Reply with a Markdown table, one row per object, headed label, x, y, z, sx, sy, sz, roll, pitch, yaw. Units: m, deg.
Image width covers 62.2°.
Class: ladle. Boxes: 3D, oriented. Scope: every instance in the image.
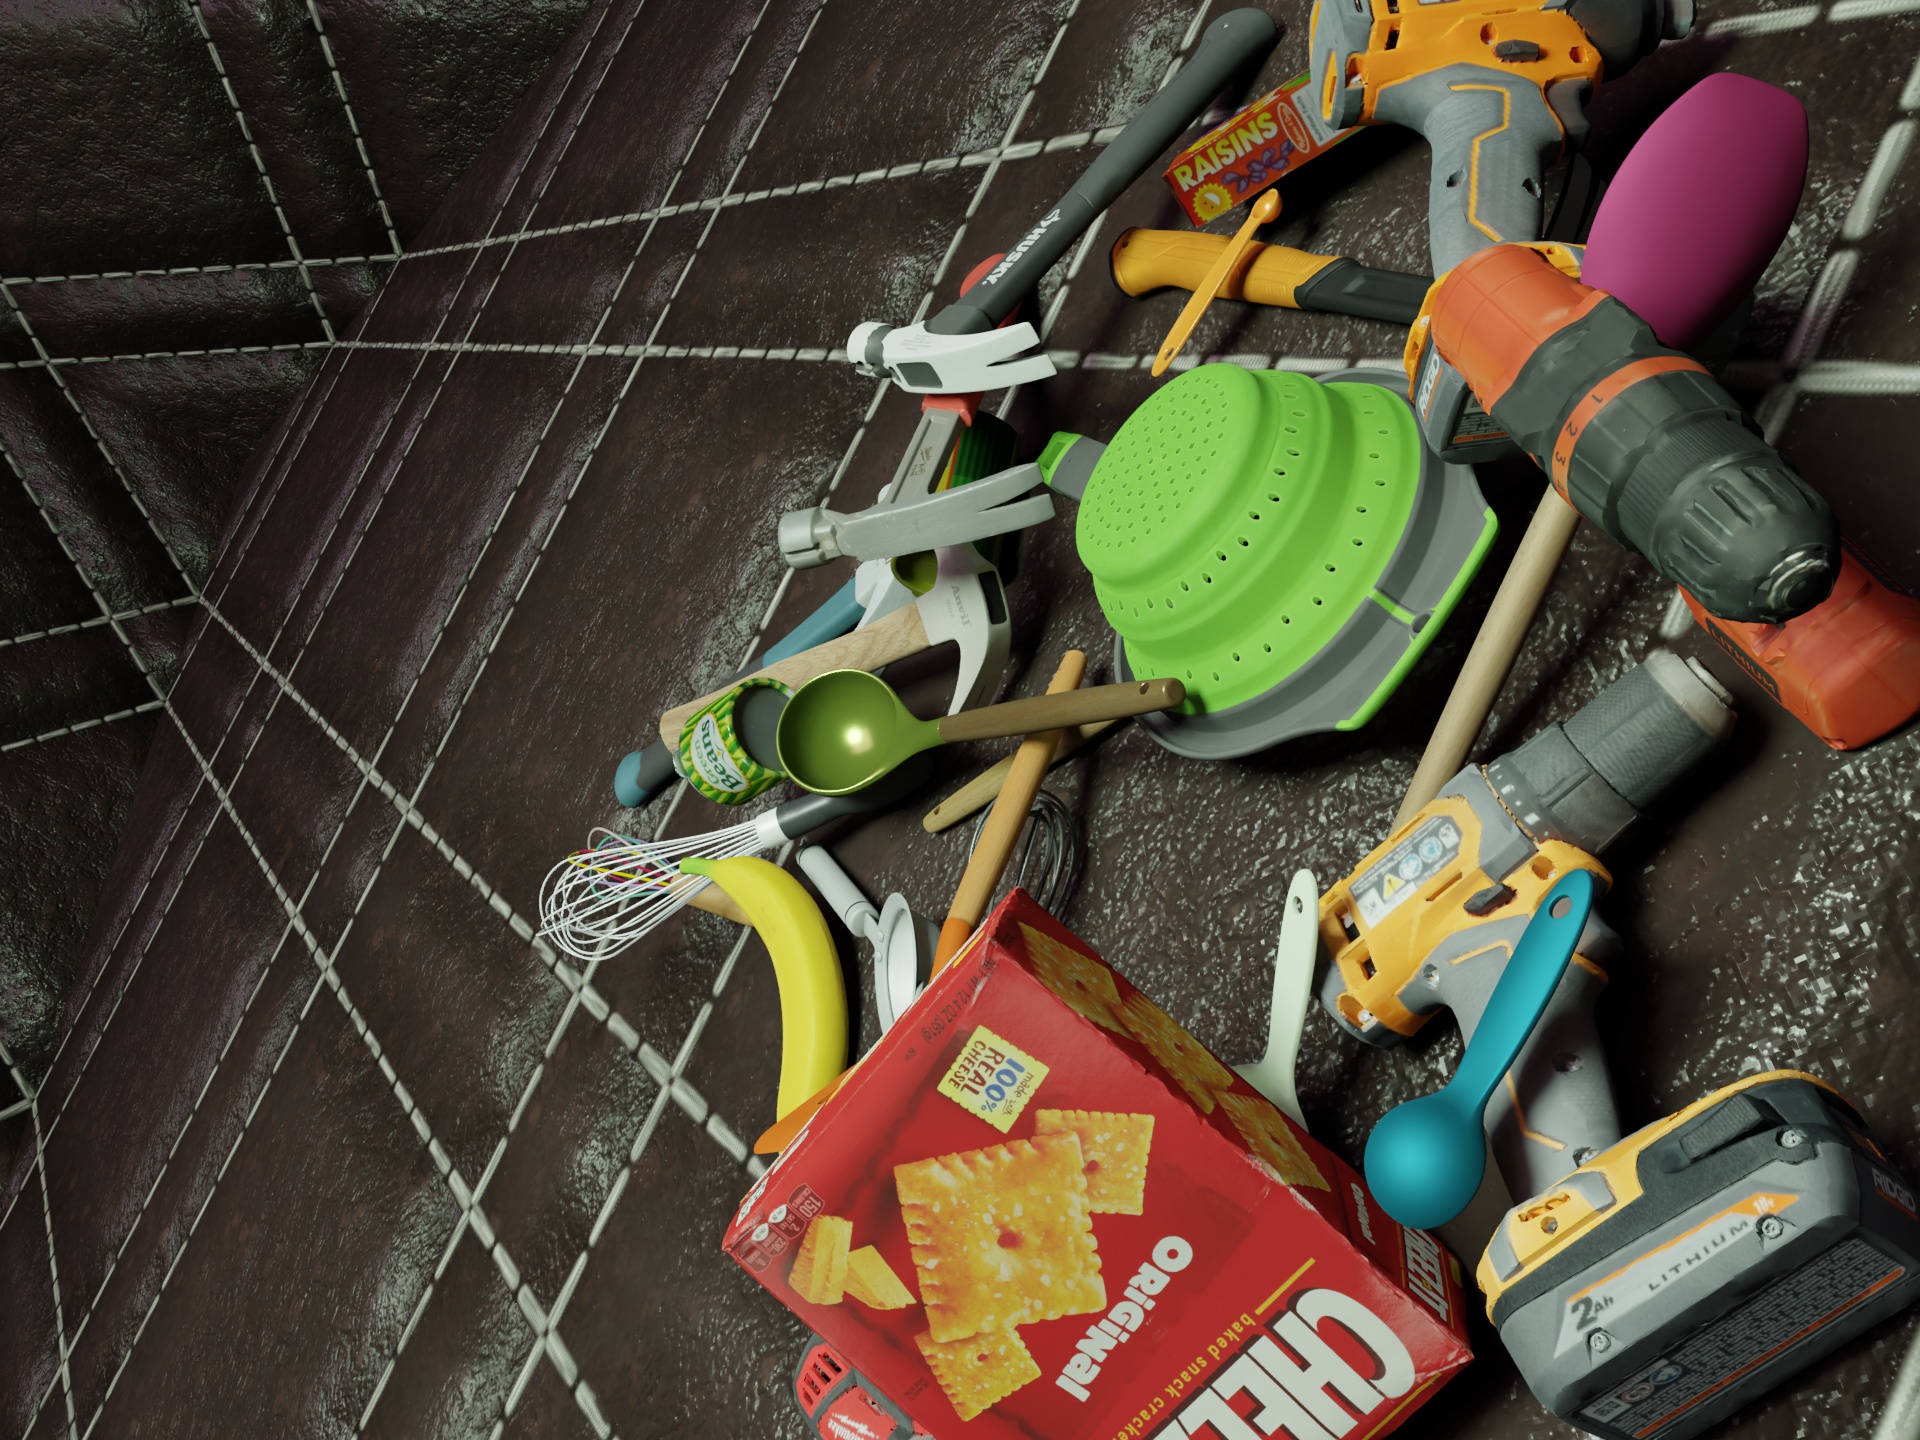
| label | x | y | z | sx | sy | sz | roll | pitch | yaw |
| --- | --- | --- | --- | --- | --- | --- | --- | --- | --- |
| ladle | -0.001 | -0.003 | 0.814 | 0.320 | 0.062 | 0.078 | -10 | 58 | 58 |
| ladle | 0.087 | -0.012 | 0.827 | 0.315 | 0.031 | 0.069 | -35 | 38 | 36 |

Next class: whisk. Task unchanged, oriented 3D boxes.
| label | x | y | z | sx | sy | sz | roll | pitch | yaw |
| --- | --- | --- | --- | --- | --- | --- | --- | --- | --- |
| whisk | -0.142 | 0.079 | 0.979 | 0.284 | 0.070 | 0.070 | -24 | 46 | 15 |
| whisk | -0.206 | 0.113 | 1.103 | 0.245 | 0.047 | 0.051 | 8 | 72 | 51 |
| whisk | 0.008 | 0.148 | 0.797 | 0.055 | 0.055 | 0.239 | 0 | 70 | 52 |

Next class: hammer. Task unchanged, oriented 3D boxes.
| label | x | y | z | sx | sy | sz | roll | pitch | yaw |
| --- | --- | --- | --- | --- | --- | --- | --- | --- | --- |
| hammer | 0.083 | -0.314 | 0.946 | 0.335 | 0.035 | 0.146 | -49 | 39 | -17 |
| hammer | 0.186 | -0.244 | 0.854 | 0.127 | 0.034 | 0.337 | -60 | 34 | 3 |
| hammer | -0.141 | -0.031 | 1.129 | 0.331 | 0.033 | 0.128 | -36 | 41 | 33 |
| hammer | -0.090 | -0.028 | 1.002 | 0.331 | 0.031 | 0.130 | -21 | 86 | 45 |
| hammer | 0.007 | -0.202 | 0.954 | 0.149 | 0.036 | 0.359 | -10 | 33 | 20 |

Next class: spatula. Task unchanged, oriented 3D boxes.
| label | x | y | z | sx | sy | sz | roll | pitch | yaw |
| --- | --- | --- | --- | --- | --- | --- | --- | --- | --- |
| spatula | 0.002 | 0.073 | 0.753 | 0.081 | 0.041 | 0.323 | -25 | 30 | 44 |

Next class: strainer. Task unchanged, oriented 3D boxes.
| label | x | y | z | sx | sy | sz | roll | pitch | yaw |
| --- | --- | --- | --- | --- | --- | --- | --- | --- | --- |
| strainer | -0.051 | 0.115 | 0.901 | 0.259 | 0.050 | 0.087 | -142 | 56 | -61 |

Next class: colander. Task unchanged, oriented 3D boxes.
| label | x | y | z | sx | sy | sz | roll | pitch | yaw |
| --- | --- | --- | --- | --- | --- | --- | --- | --- | --- |
| colander | 0.093 | -0.118 | 0.791 | 0.204 | 0.094 | 0.397 | -56 | 27 | 5 |

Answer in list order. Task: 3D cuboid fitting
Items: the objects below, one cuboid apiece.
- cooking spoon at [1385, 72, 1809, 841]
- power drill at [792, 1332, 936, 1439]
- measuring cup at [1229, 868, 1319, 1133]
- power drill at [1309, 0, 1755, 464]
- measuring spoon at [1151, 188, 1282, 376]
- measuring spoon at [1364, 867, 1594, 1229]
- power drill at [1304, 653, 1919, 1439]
| label | x | y | z | sx | sy | sz | roll | pitch | yaw |
| --- | --- | --- | --- | --- | --- | --- | --- | --- | --- |
| cooking spoon | 0.228 | -0.078 | 0.603 | 0.017 | 0.068 | 0.318 | -94 | 20 | -66 |
| power drill | 0.013 | 0.245 | 0.698 | 0.143 | 0.078 | 0.219 | 22 | 87 | 56 |
| measuring cup | 0.108 | 0.134 | 0.613 | 0.083 | 0.038 | 0.167 | -135 | 45 | -60 |
| power drill | 0.247 | -0.227 | 0.665 | 0.164 | 0.084 | 0.227 | -7 | 65 | 2 |
| measuring spoon | 0.141 | -0.238 | 0.873 | 0.117 | 0.011 | 0.021 | -56 | 27 | 17 |
| measuring spoon | 0.165 | 0.100 | 0.508 | 0.128 | 0.021 | 0.042 | -60 | 26 | -4 |
| power drill | 0.221 | 0.094 | 0.533 | 0.185 | 0.084 | 0.226 | -46 | 32 | 21 |
